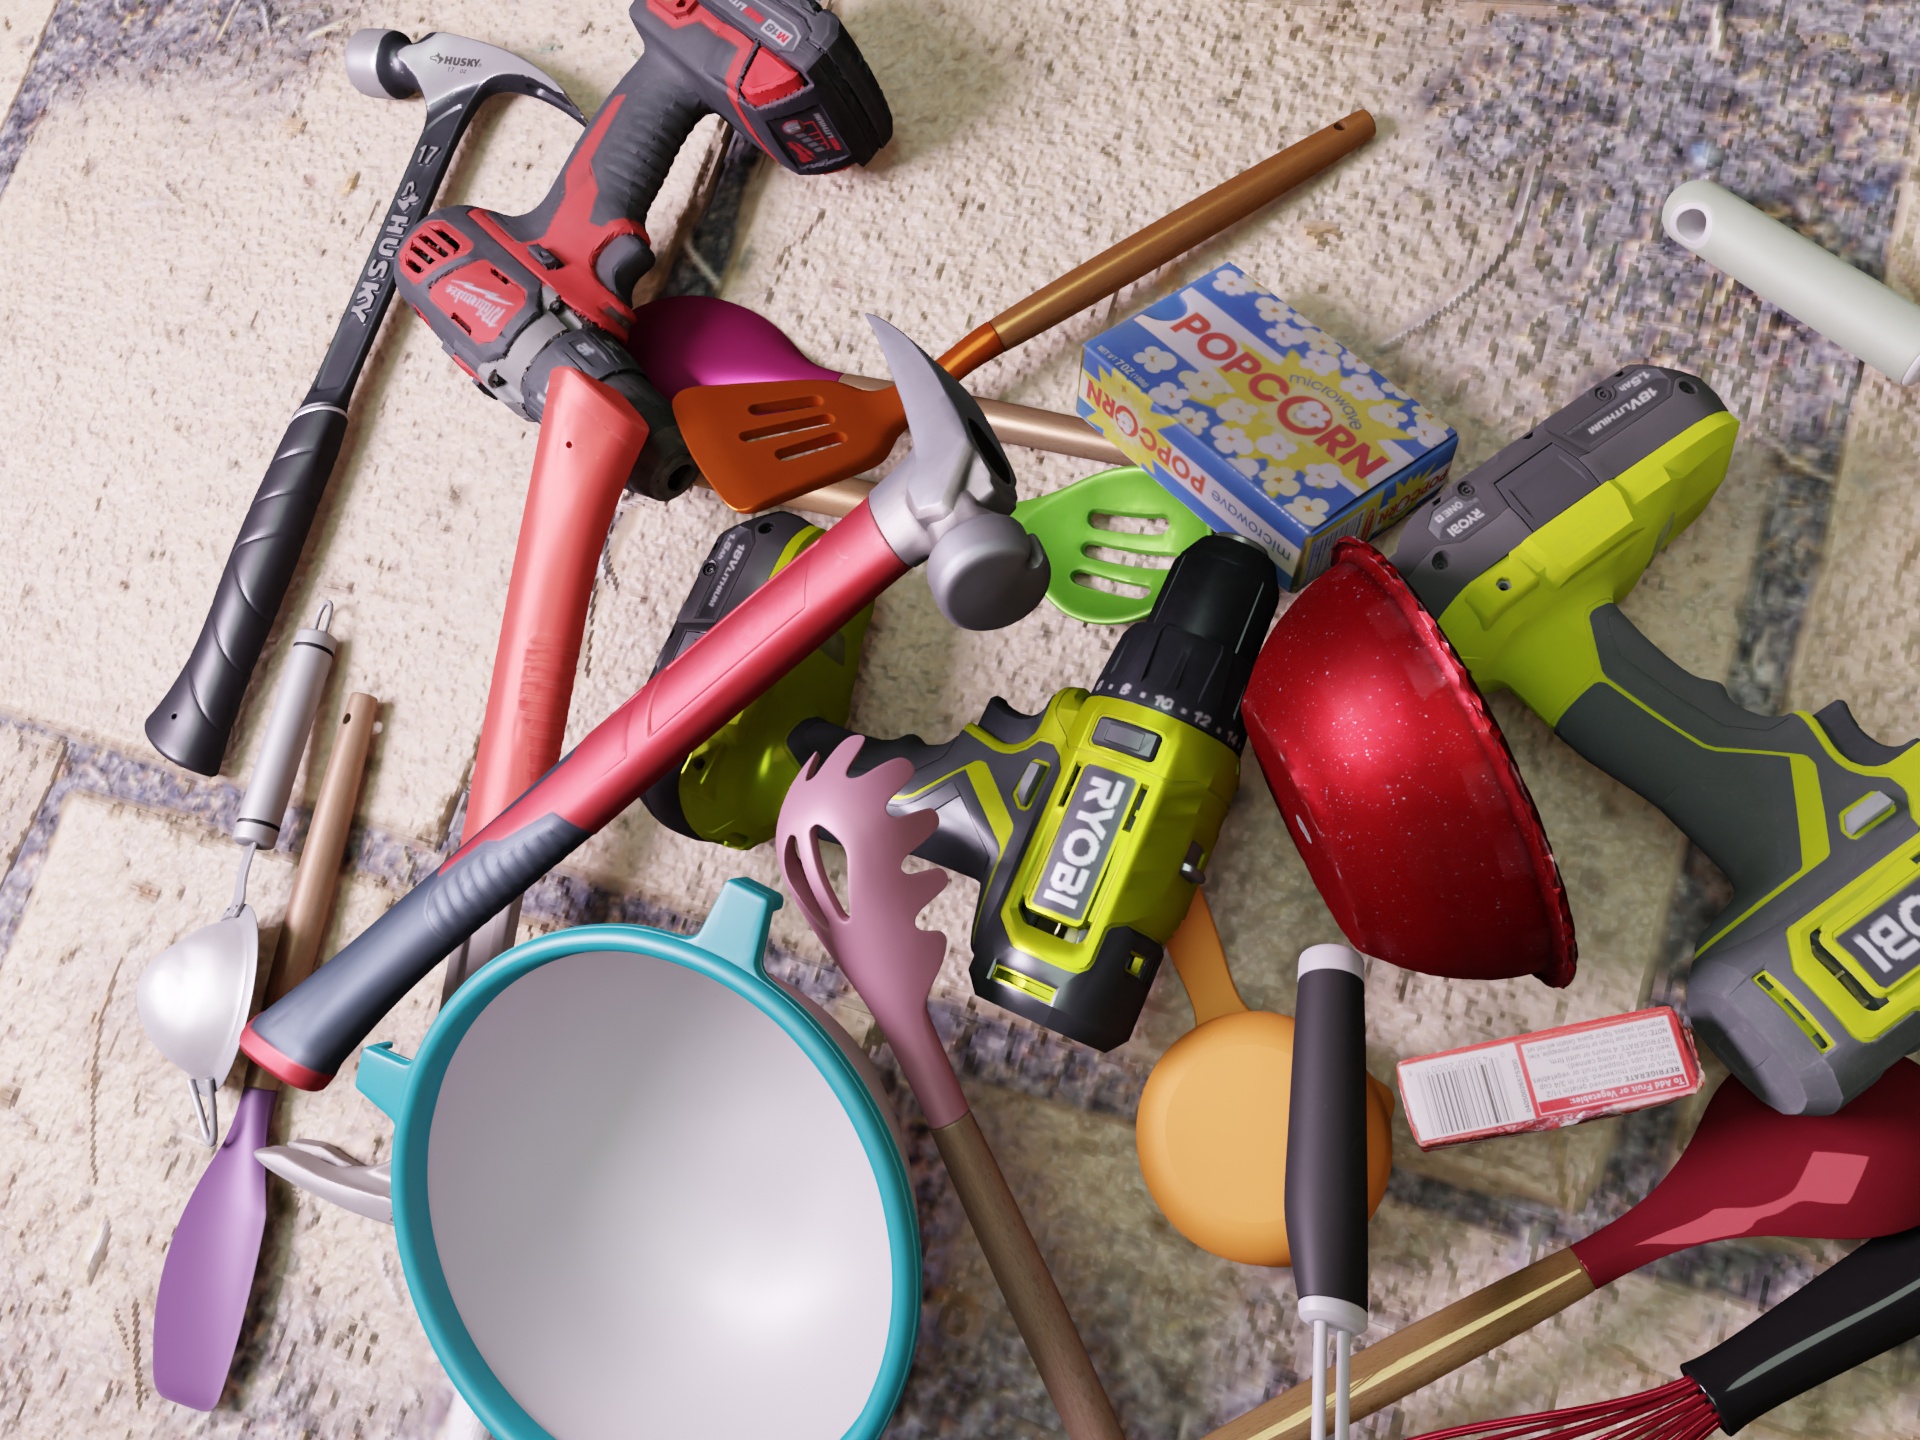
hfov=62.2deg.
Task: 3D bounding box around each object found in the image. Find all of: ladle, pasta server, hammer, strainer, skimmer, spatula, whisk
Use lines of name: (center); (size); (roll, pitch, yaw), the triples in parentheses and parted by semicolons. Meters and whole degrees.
ladle: (0.177, 0.189, 0.514); (0.315, 0.031, 0.069); (-29, 42, 3)
pasta server: (0.012, 0.157, 0.542); (0.060, 0.040, 0.316); (-24, 92, 37)
hammer: (-0.139, 0.011, 0.597); (0.386, 0.038, 0.143); (-38, 47, 19)
strainer: (-0.068, 0.228, 0.572); (0.211, 0.095, 0.340); (-26, 86, 23)
strainer: (-0.328, 0.060, 0.729); (0.087, 0.050, 0.259); (-18, 57, 46)
hammer: (-0.196, 0.031, 0.666); (0.149, 0.036, 0.359); (10, 88, 20)
skimmer: (0.123, 0.216, 0.418); (0.090, 0.127, 0.364); (-25, 41, 38)
hammer: (-0.312, -0.168, 0.805); (0.149, 0.036, 0.409); (13, 78, 20)
spatula: (0.034, -0.180, 0.673); (0.322, 0.041, 0.081); (-30, 57, -1)
whisk: (0.215, 0.222, 0.494); (0.296, 0.073, 0.073); (-32, 66, 2)
whisk: (0.355, -0.126, 0.570); (0.059, 0.057, 0.247); (-26, 58, -29)
spatula: (-0.309, 0.139, 0.714); (0.060, 0.018, 0.316); (2, 74, 30)

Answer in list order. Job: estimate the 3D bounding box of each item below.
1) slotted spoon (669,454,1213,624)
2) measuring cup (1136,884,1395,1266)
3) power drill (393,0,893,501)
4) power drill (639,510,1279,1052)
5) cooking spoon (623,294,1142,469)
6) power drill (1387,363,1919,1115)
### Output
slotted spoon: (-0.038, -0.097, 0.696); (0.314, 0.031, 0.070); (14, 80, 24)
measuring cup: (0.092, 0.109, 0.572); (0.095, 0.052, 0.174); (-23, 70, 10)
power drill: (-0.133, -0.225, 0.727); (0.188, 0.080, 0.226); (43, 92, 21)
power drill: (-0.001, -0.002, 0.612); (0.229, 0.080, 0.190); (19, 80, 28)
cooking spoon: (-0.031, -0.144, 0.712); (0.319, 0.017, 0.069); (16, 79, 23)
power drill: (0.266, -0.007, 0.532); (0.171, 0.080, 0.223); (-35, 65, -4)
